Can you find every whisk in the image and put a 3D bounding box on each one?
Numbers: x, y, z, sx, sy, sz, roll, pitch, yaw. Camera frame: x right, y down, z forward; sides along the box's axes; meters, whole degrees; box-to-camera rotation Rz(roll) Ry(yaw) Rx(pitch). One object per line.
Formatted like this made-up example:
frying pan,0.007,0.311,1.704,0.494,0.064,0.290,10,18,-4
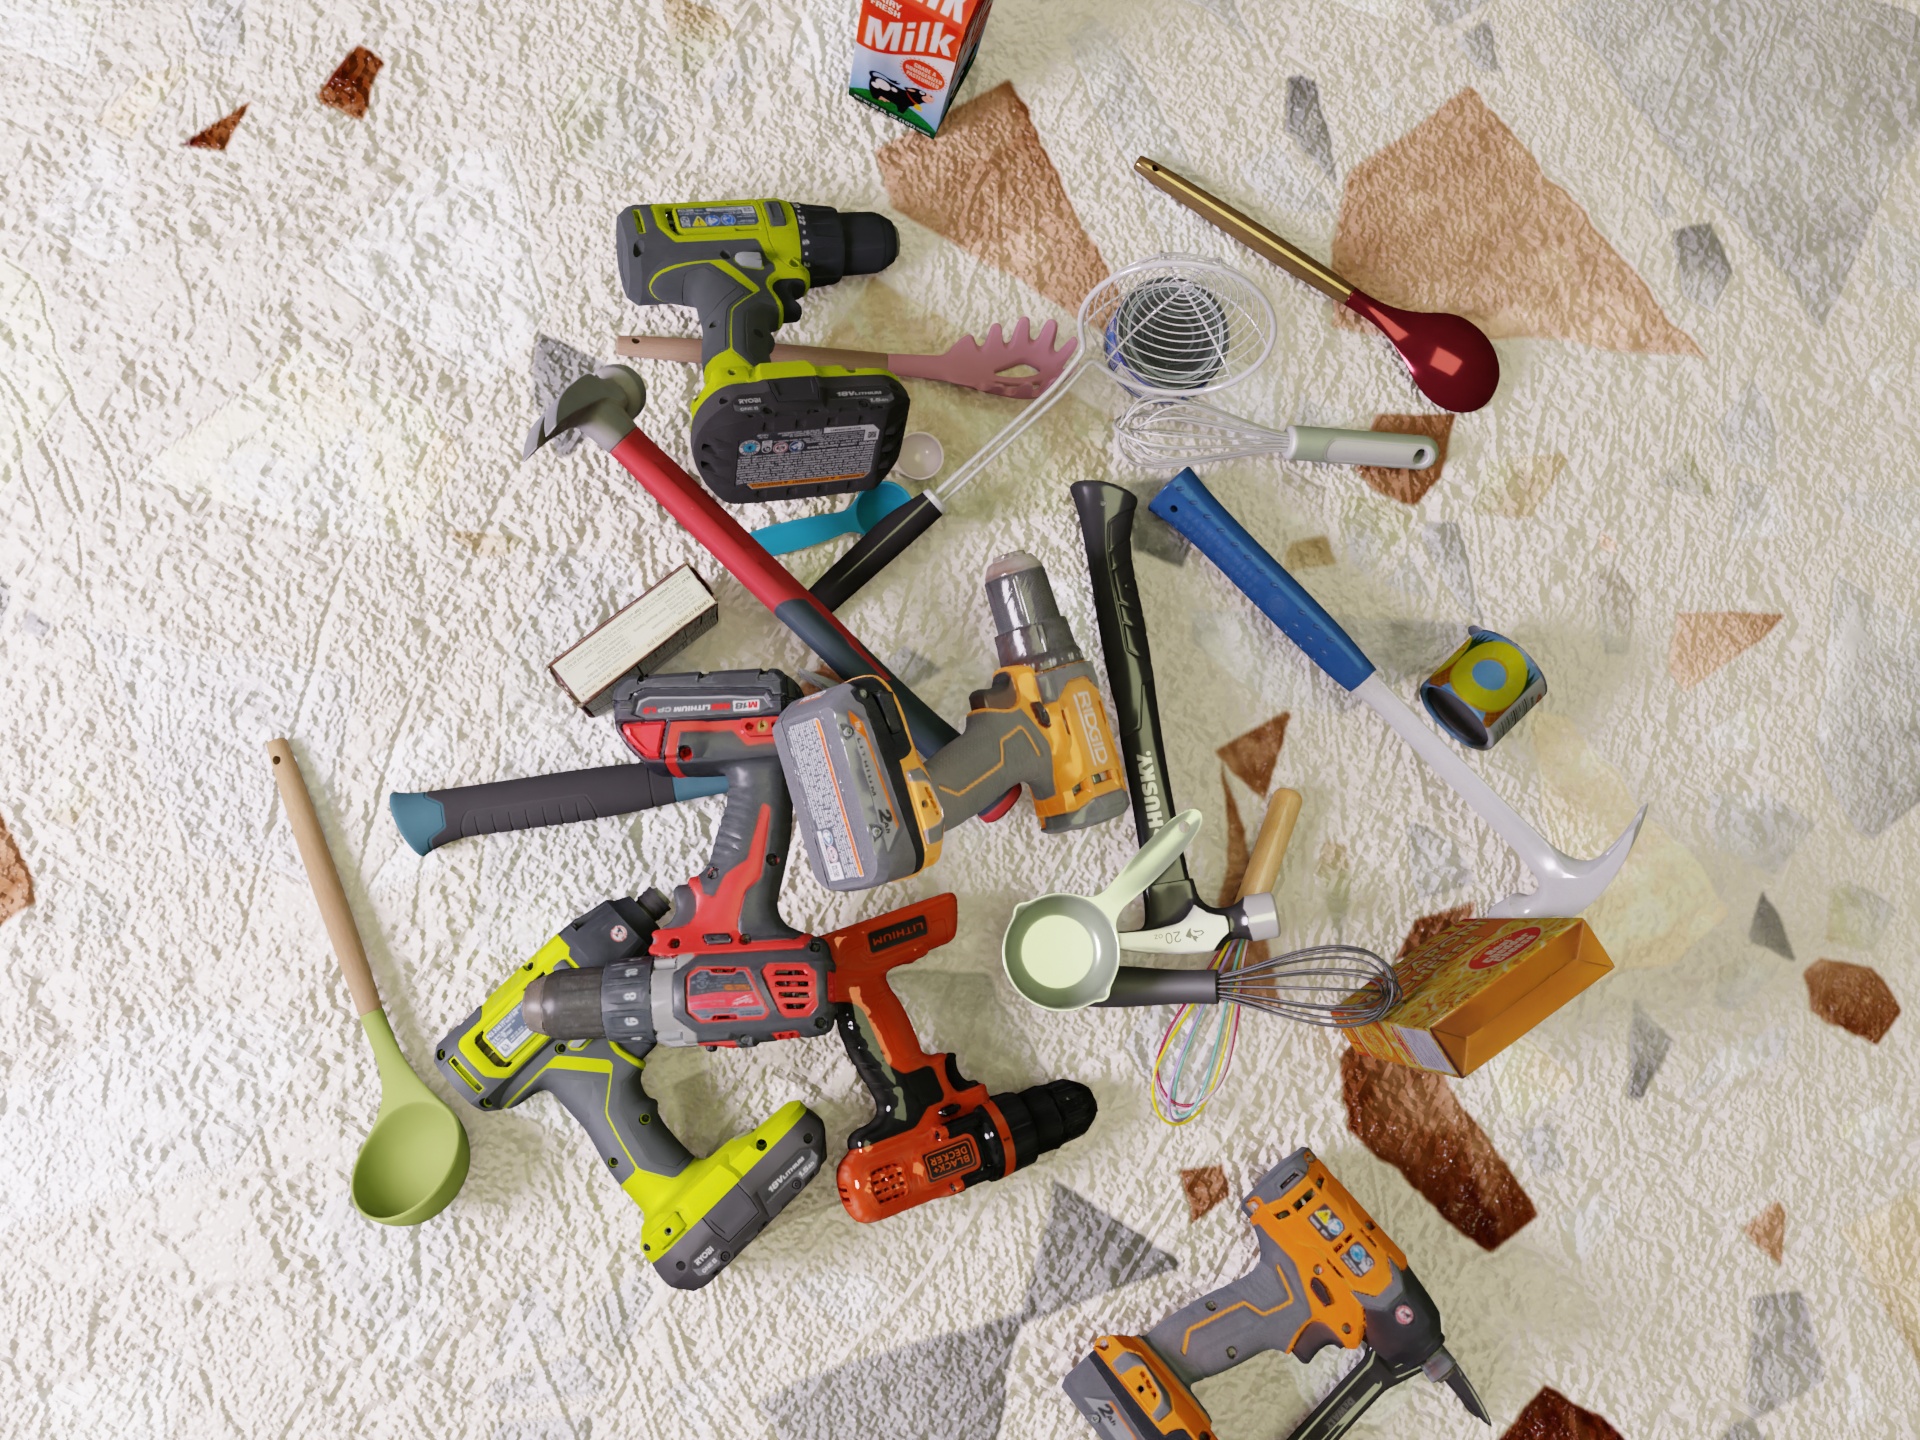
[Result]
whisk,0.167,0.174,1.044,0.239,0.055,0.055,-3,84,17
whisk,0.184,0.159,1.088,0.047,0.051,0.245,22,78,1
whisk,0.227,-0.199,1.132,0.246,0.059,0.057,2,122,-12

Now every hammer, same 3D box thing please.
hammer,-0.107,-0.066,1.008,0.038,0.143,0.386,-41,103,22
hammer,0.198,0.526,1.052,0.337,0.034,0.127,-41,89,-10
hammer,0.289,-0.023,1.095,0.405,0.144,0.035,46,46,5
hammer,0.116,-0.004,1.090,0.146,0.035,0.335,-10,81,6
hammer,-0.203,0.044,1.050,0.331,0.033,0.128,-8,86,-9

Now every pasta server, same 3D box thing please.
pasta server,-0.077,-0.253,1.099,0.316,0.040,0.060,3,62,-6

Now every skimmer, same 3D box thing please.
skimmer,0.041,-0.171,1.047,0.363,0.127,0.090,-41,49,5

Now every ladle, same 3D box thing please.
ladle,0.262,-0.325,1.162,0.315,0.031,0.069,31,80,-2
ladle,-0.386,0.160,1.001,0.078,0.062,0.320,-22,84,8

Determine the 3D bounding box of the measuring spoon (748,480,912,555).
measuring spoon,-0.095,-0.135,1.096,0.128,0.021,0.042,-14,107,-1

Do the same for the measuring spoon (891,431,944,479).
measuring spoon,-0.073,-0.174,1.105,0.124,0.018,0.034,-11,84,-2

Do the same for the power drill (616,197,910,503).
power drill,-0.112,-0.256,1.041,0.190,0.080,0.229,-8,57,-18

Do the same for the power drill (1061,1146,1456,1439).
power drill,0.196,0.409,1.023,0.226,0.084,0.164,-38,68,-11

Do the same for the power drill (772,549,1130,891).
power drill,-0.002,-0.003,0.986,0.226,0.084,0.185,-16,90,-39

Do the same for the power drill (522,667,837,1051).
power drill,-0.173,0.089,0.977,0.188,0.080,0.227,-3,78,-1

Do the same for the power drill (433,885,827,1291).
power drill,-0.195,0.230,1.010,0.171,0.080,0.223,-44,88,-11

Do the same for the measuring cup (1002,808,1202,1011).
measuring cup,0.096,0.120,1.041,0.167,0.038,0.083,-44,85,-9
